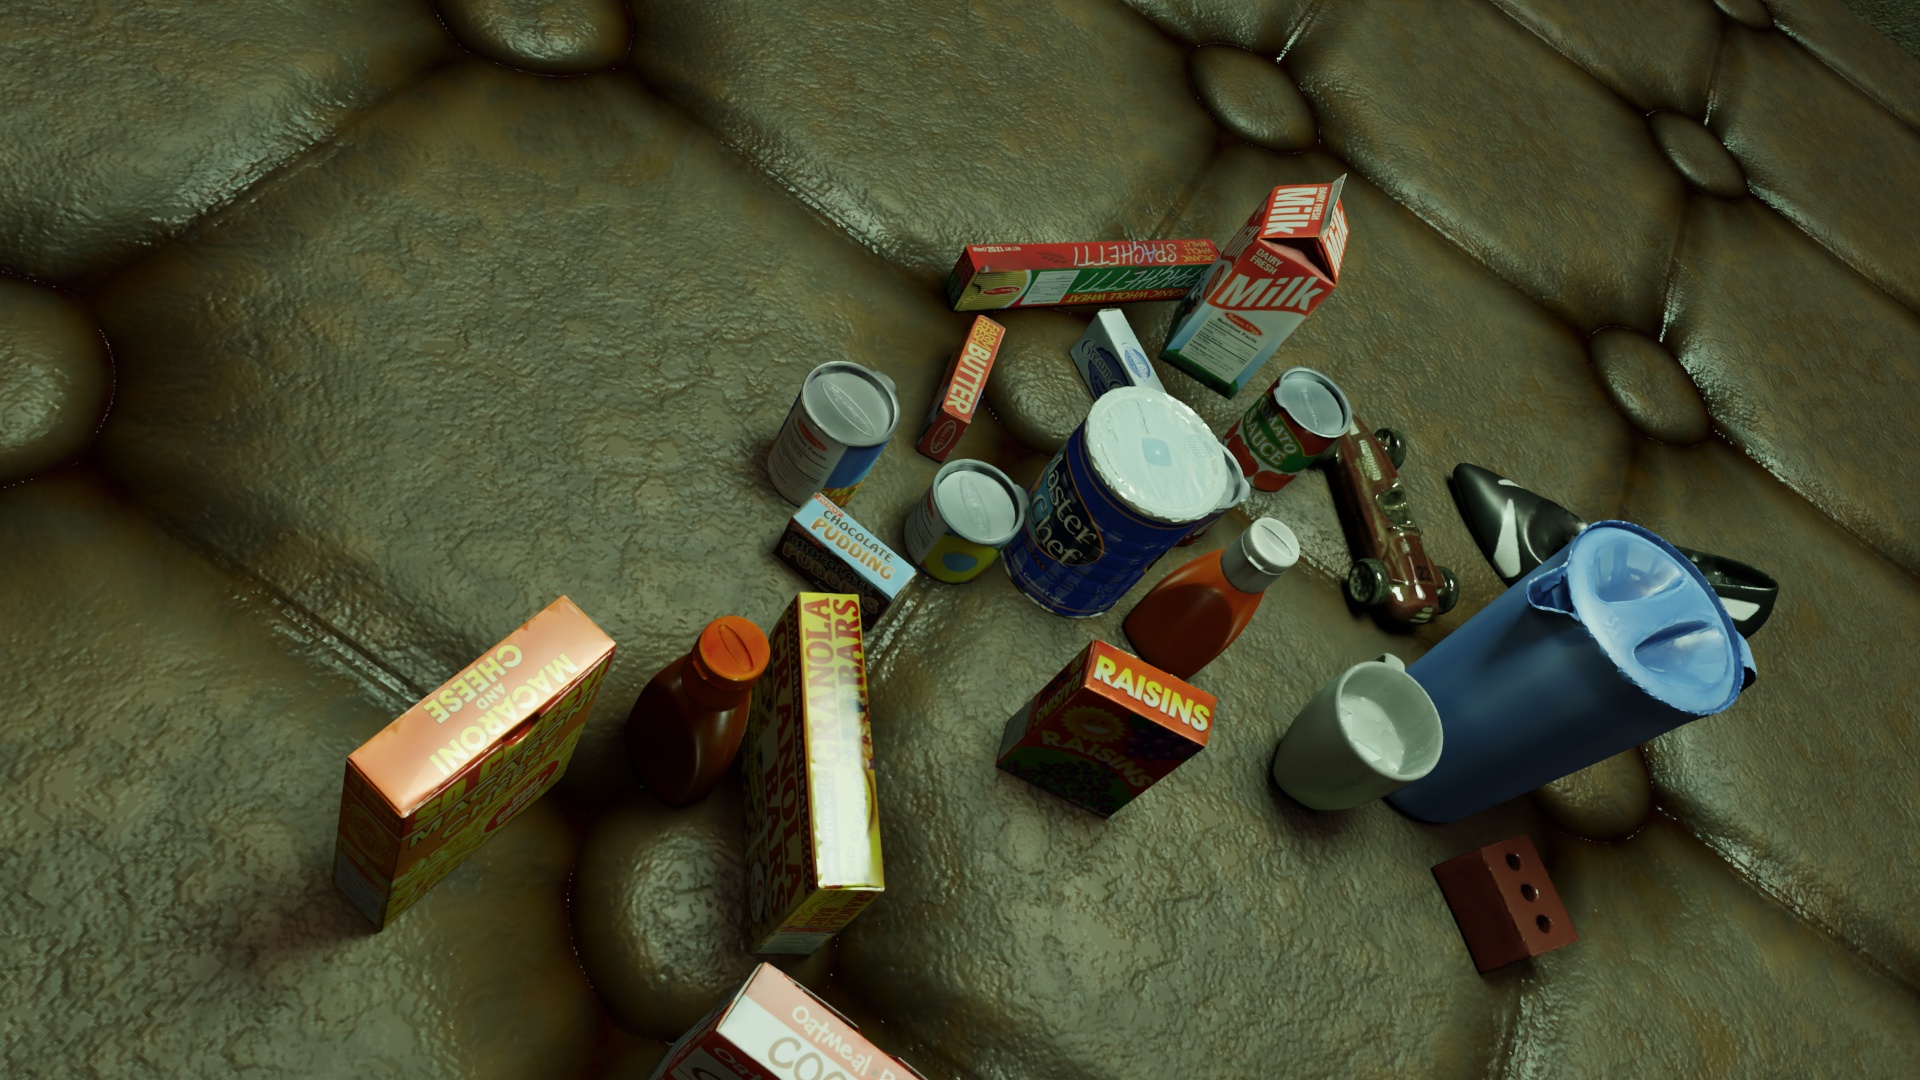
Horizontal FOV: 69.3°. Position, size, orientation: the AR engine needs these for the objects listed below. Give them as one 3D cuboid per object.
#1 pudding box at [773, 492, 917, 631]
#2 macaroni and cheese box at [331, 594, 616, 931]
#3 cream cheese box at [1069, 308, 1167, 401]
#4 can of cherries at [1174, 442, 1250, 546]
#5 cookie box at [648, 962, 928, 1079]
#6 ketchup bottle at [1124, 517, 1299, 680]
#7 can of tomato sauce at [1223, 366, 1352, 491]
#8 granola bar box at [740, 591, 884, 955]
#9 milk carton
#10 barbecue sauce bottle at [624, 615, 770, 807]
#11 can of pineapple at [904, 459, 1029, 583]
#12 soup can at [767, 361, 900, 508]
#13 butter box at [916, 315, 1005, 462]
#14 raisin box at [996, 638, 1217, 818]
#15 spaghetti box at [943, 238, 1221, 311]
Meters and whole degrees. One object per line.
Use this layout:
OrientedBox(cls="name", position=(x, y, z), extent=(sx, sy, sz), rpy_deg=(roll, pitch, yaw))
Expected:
OrientedBox(cls="pudding box", position=(-0.074, 0.013, 0.889), extent=(0.084, 0.049, 0.030), rpy_deg=(39, 51, 1))
OrientedBox(cls="macaroni and cheese box", position=(-0.236, 0.110, 0.671), extent=(0.040, 0.165, 0.124), rpy_deg=(43, 51, 4))
OrientedBox(cls="cream cheese box", position=(0.125, -0.122, 1.073), extent=(0.024, 0.053, 0.104), rpy_deg=(-12, 66, -32))
OrientedBox(cls="can of cherries", position=(0.170, -0.035, 1.036), extent=(0.071, 0.058, 0.072), rpy_deg=(13, 55, -19))
OrientedBox(cls="cookie box", position=(-0.076, 0.267, 0.649), extent=(0.123, 0.166, 0.040), rpy_deg=(37, 51, -1))
OrientedBox(cls="ketchup bottle", position=(0.170, 0.038, 0.931), extent=(0.065, 0.148, 0.044), rpy_deg=(44, 51, 5))
OrientedBox(cls="can of tomato sauce", position=(0.255, -0.086, 1.095), extent=(0.071, 0.082, 0.071), rpy_deg=(13, 55, -19))
OrientedBox(cls="granola bar box", position=(-0.086, 0.129, 0.761), extent=(0.039, 0.123, 0.166), rpy_deg=(6, 57, -23))
OrientedBox(cls="milk carton", position=(0.241, -0.205, 1.097), extent=(0.073, 0.189, 0.073), rpy_deg=(29, 51, -7))
OrientedBox(cls="barbecue sauce bottle", position=(-0.140, 0.089, 0.744), extent=(0.044, 0.147, 0.065), rpy_deg=(-25, 73, -36))
OrientedBox(cls="can of pineapple", position=(0.003, -0.012, 0.939), extent=(0.071, 0.057, 0.071), rpy_deg=(13, 55, -19))
OrientedBox(cls="soup can", position=(-0.083, -0.068, 0.916), extent=(0.071, 0.083, 0.072), rpy_deg=(13, 55, -19))
OrientedBox(cls="butter box", position=(0.000, -0.111, 1.004), extent=(0.024, 0.053, 0.104), rpy_deg=(27, 52, -9))
OrientedBox(cls="raisin box", position=(0.088, 0.118, 0.855), extent=(0.086, 0.122, 0.040), rpy_deg=(27, 52, -8))
OrientedBox(cls="spaghetti box", position=(0.105, -0.216, 1.126), extent=(0.251, 0.050, 0.029), rpy_deg=(-9, 64, -31))
